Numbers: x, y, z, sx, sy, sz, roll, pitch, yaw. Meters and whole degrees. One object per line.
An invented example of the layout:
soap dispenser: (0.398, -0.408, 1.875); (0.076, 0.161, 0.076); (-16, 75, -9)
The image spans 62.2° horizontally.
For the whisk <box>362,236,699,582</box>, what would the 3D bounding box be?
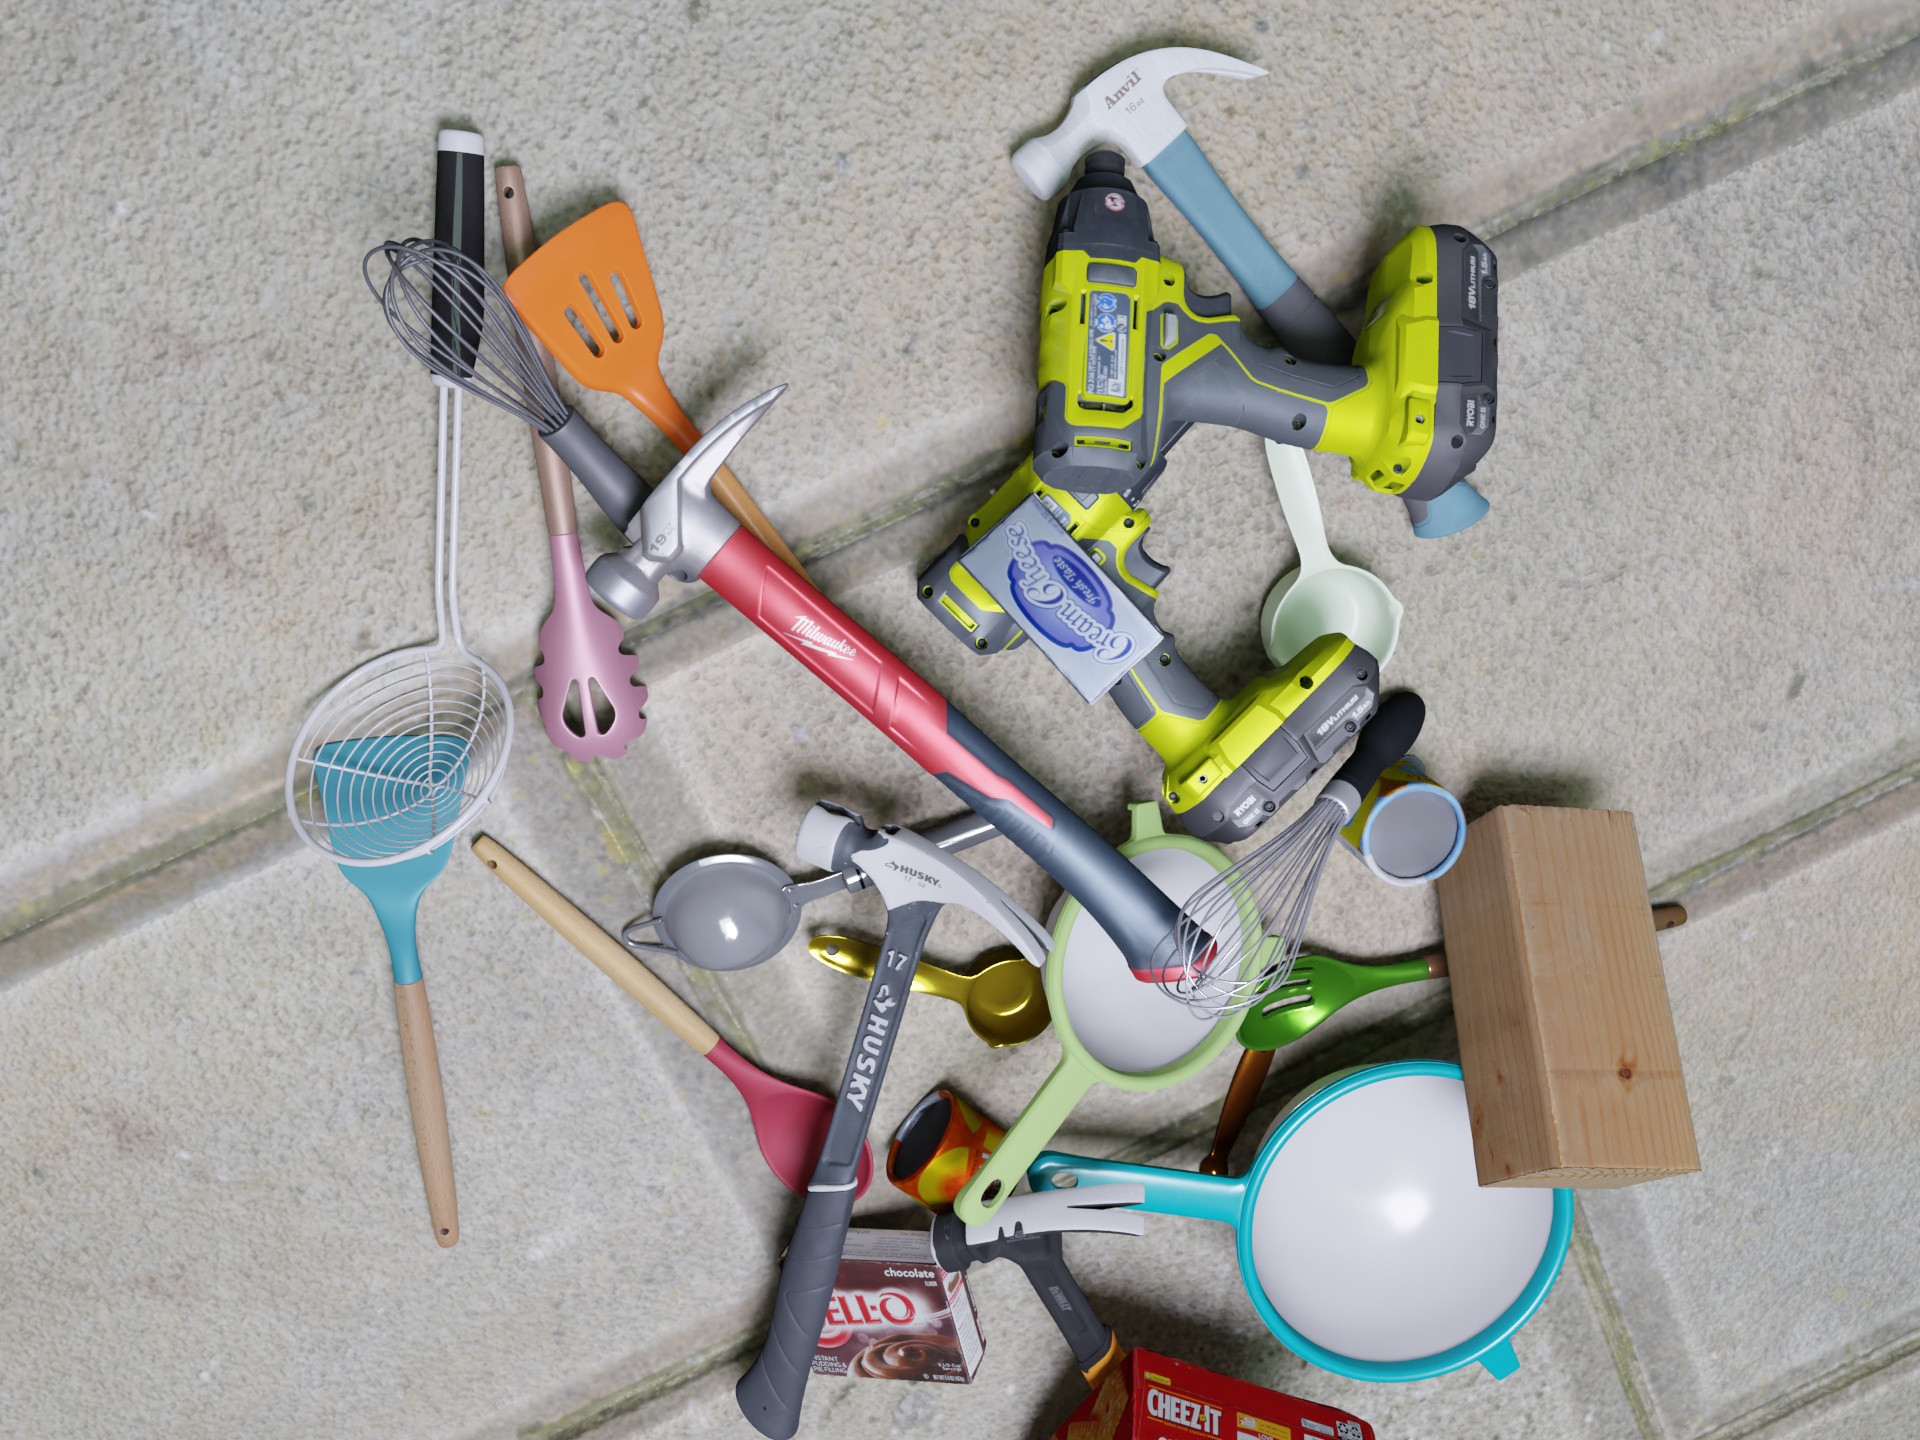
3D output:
whisk: (-0.203, -0.147, 0.794); (0.055, 0.055, 0.238); (-38, 131, 3)

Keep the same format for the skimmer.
skimmer: (-0.276, -0.110, 0.799); (0.127, 0.090, 0.363); (11, 104, 20)

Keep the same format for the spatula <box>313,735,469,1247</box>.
spatula: (-0.310, 0.164, 0.911); (0.082, 0.044, 0.317); (-4, 111, -10)

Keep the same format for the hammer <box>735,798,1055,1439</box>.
hammer: (-0.064, 0.252, 0.914); (0.149, 0.036, 0.408); (21, 111, 14)

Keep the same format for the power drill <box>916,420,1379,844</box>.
power drill: (0.116, -0.065, 0.867); (0.228, 0.080, 0.190); (44, 96, -1)

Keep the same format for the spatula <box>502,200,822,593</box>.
spatula: (-0.117, -0.117, 0.850); (0.081, 0.041, 0.322); (-43, 112, -19)

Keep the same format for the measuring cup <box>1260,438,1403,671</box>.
measuring cup: (0.198, -0.097, 0.913); (0.083, 0.038, 0.167); (-20, 105, -2)

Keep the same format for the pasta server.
pasta server: (-0.214, -0.127, 0.841); (0.060, 0.040, 0.316); (-7, 103, -7)

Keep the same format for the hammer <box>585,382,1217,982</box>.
hammer: (-0.001, -0.003, 0.836); (0.386, 0.038, 0.143); (41, 96, -11)

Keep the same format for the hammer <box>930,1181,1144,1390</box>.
hammer: (0.100, 0.403, 0.996); (0.127, 0.034, 0.336); (-14, 126, 16)

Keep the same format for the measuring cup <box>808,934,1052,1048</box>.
measuring cup: (-0.017, 0.151, 0.955); (0.156, 0.029, 0.062); (18, 102, -12)

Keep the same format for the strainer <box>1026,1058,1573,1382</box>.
strainer: (0.205, 0.290, 1.001); (0.340, 0.095, 0.211); (9, 100, -6)

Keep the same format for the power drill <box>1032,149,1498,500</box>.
power drill: (0.151, -0.197, 0.807); (0.223, 0.080, 0.171); (5, 82, -8)

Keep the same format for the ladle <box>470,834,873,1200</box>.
ladle: (-0.167, 0.176, 0.935); (0.069, 0.031, 0.315); (-38, 107, 20)

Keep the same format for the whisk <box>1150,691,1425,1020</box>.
whisk: (0.195, 0.065, 0.876); (0.285, 0.070, 0.070); (-43, 114, -37)

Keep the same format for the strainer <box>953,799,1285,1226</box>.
strainer: (0.069, 0.177, 0.930); (0.151, 0.069, 0.256); (45, 76, -25)

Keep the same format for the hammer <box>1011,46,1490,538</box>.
hammer: (0.181, -0.224, 0.874); (0.128, 0.033, 0.330); (-43, 109, 5)

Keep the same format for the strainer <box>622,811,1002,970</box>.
strainer: (-0.070, 0.093, 0.922); (0.258, 0.050, 0.086); (-21, 124, -6)

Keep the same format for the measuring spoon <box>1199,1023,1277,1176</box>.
measuring spoon: (0.181, 0.249, 1.023); (0.021, 0.011, 0.117); (15, 103, -14)

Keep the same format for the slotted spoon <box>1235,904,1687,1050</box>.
slotted spoon: (0.318, 0.154, 1.011); (0.313, 0.031, 0.070); (-10, 124, -9)
